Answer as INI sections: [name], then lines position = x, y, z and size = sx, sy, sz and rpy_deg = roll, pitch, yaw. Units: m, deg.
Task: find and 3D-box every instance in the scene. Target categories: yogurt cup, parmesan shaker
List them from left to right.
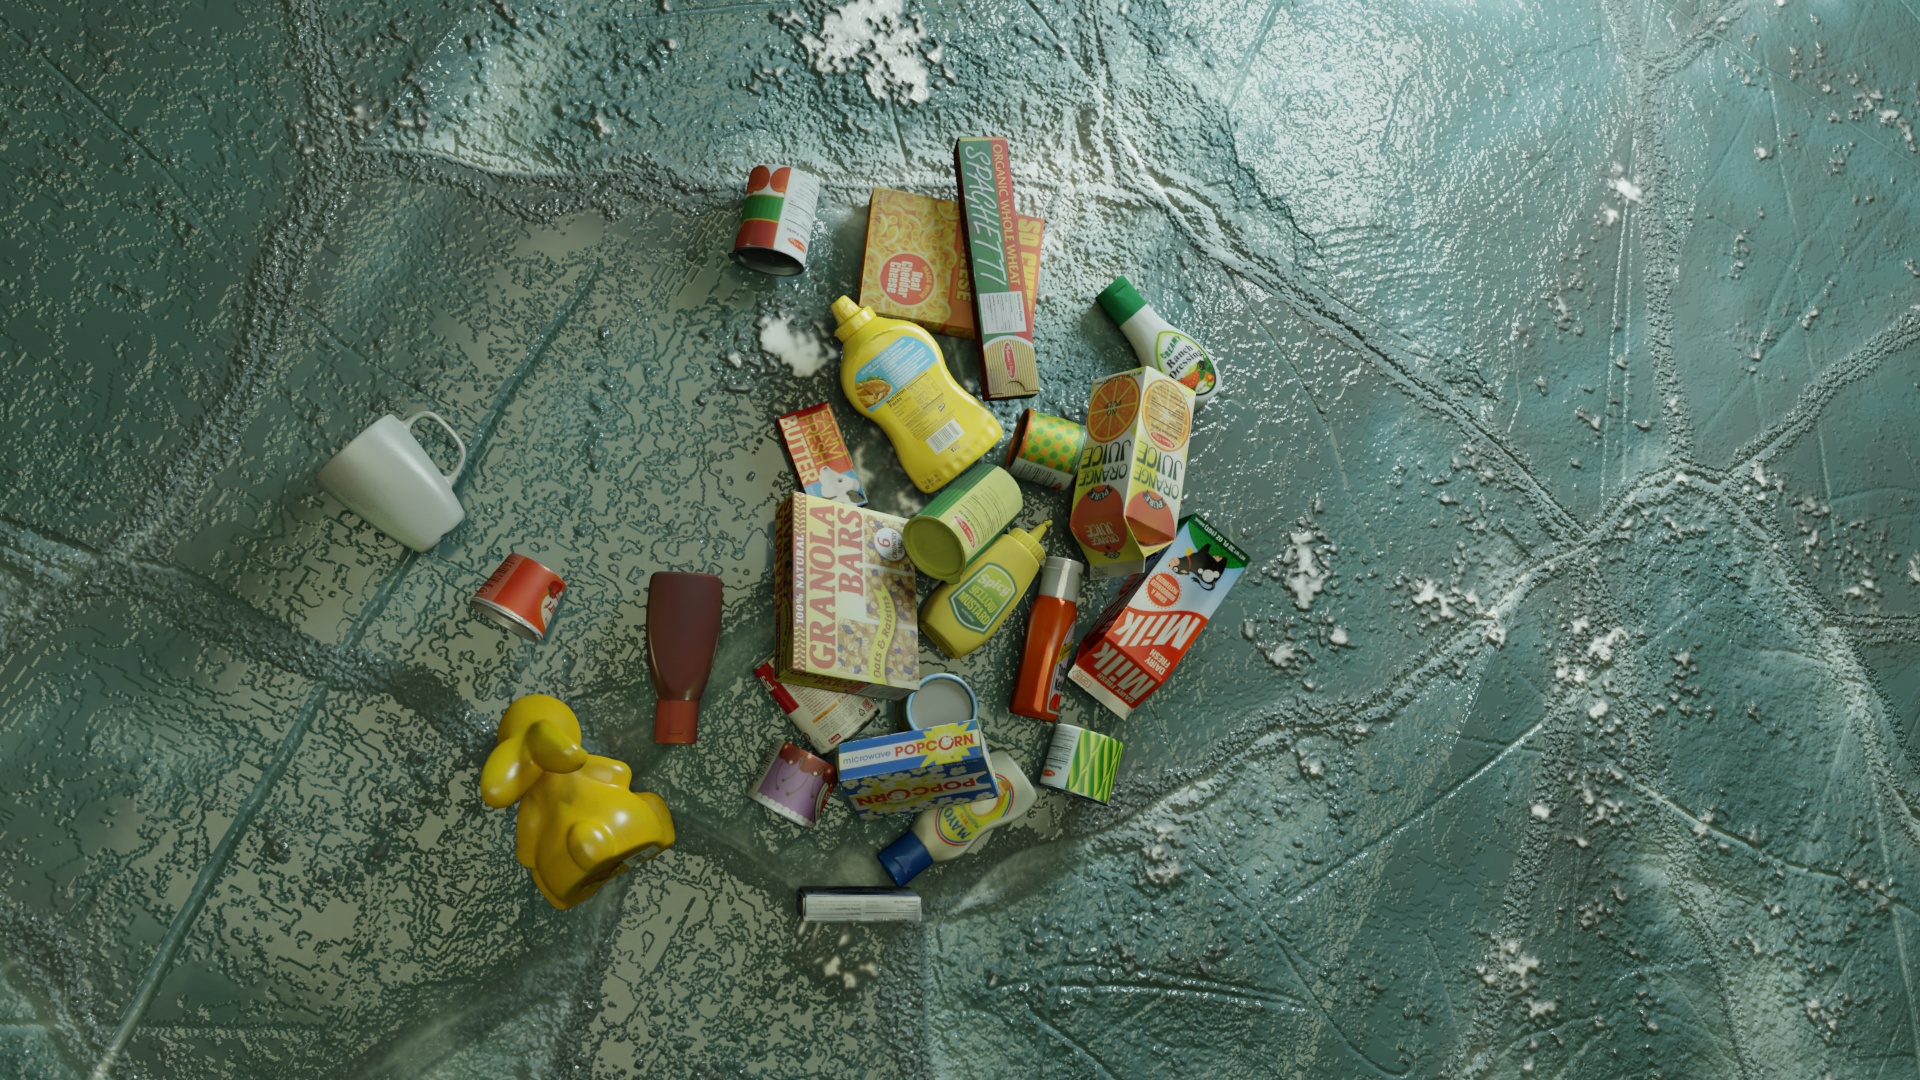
[yogurt cup]
position = -0.374, 0.047, 1.184
size = 0.072, 0.072, 0.054
rpy_deg = 30, 69, -7
[parmesan shaker]
position = 0.004, -0.016, 1.257
size = 0.071, 0.071, 0.103
rpy_deg = 49, 46, -2

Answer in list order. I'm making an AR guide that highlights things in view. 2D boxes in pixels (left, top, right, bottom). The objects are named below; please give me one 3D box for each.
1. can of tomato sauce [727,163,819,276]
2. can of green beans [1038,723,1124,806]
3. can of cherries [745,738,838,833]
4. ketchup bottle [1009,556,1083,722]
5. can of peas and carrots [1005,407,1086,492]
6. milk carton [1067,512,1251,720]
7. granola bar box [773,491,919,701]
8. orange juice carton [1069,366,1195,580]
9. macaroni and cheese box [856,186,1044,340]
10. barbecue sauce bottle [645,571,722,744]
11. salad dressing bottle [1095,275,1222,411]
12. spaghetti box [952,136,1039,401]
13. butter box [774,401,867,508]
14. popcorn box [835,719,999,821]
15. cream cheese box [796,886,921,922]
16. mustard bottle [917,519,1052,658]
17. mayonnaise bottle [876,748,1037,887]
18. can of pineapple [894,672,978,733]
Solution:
[can of tomato sauce]
position = -0.171, -0.295, 1.280
size = 0.071, 0.071, 0.083
rpy_deg = 12, 79, -11
[can of green beans]
position = 0.111, 0.204, 1.266
size = 0.071, 0.071, 0.058
rpy_deg = 20, 78, -9
[can of cherries]
position = -0.142, 0.213, 1.208
size = 0.071, 0.071, 0.058
rpy_deg = 29, 76, -7
[ketchup bottle]
position = 0.081, 0.090, 1.275
size = 0.043, 0.064, 0.149
rpy_deg = 10, 82, 15
[can of peas and carrots]
position = 0.080, -0.087, 1.304
size = 0.059, 0.071, 0.071
rpy_deg = 17, 79, -9
[milk carton]
position = 0.181, 0.072, 1.298
size = 0.072, 0.073, 0.191
rpy_deg = 38, 76, -5
[granola bar box]
position = -0.100, 0.050, 1.214
size = 0.124, 0.039, 0.166
rpy_deg = 14, 59, -30
[orange juice carton]
position = 0.158, -0.058, 1.293
size = 0.073, 0.071, 0.193
rpy_deg = 23, 70, -36
[macaroni and cheese box]
position = -0.010, -0.259, 1.322
size = 0.167, 0.040, 0.124
rpy_deg = 8, 81, -11
[barbecue sauce bottle]
position = -0.244, 0.103, 1.214
size = 0.065, 0.043, 0.148
rpy_deg = 4, 81, -12
[salad dressing bottle]
position = 0.192, -0.192, 1.355
size = 0.064, 0.044, 0.147
rpy_deg = -42, 92, -16
[spaghetti box]
position = 0.032, -0.254, 1.294
size = 0.050, 0.028, 0.250
rpy_deg = -5, 83, -13
[butter box]
position = -0.128, -0.071, 1.276
size = 0.053, 0.024, 0.103
rpy_deg = -21, 87, -15
[popcorn box]
position = -0.037, 0.200, 1.203
size = 0.127, 0.084, 0.038
rpy_deg = -11, 53, 5
[cream cheese box]
position = -0.089, 0.317, 1.211
size = 0.104, 0.053, 0.024
rpy_deg = 3, 83, -12
[mustard bottle]
position = 0.031, 0.035, 1.282
size = 0.065, 0.048, 0.160
rpy_deg = 45, 75, -9
[mayonnaise bottle]
position = -0.005, 0.252, 1.245
size = 0.148, 0.041, 0.065
rpy_deg = -35, 88, -16
[can of pineapple]
position = -0.022, 0.152, 1.247
size = 0.071, 0.057, 0.071
rpy_deg = 2, 79, -12
